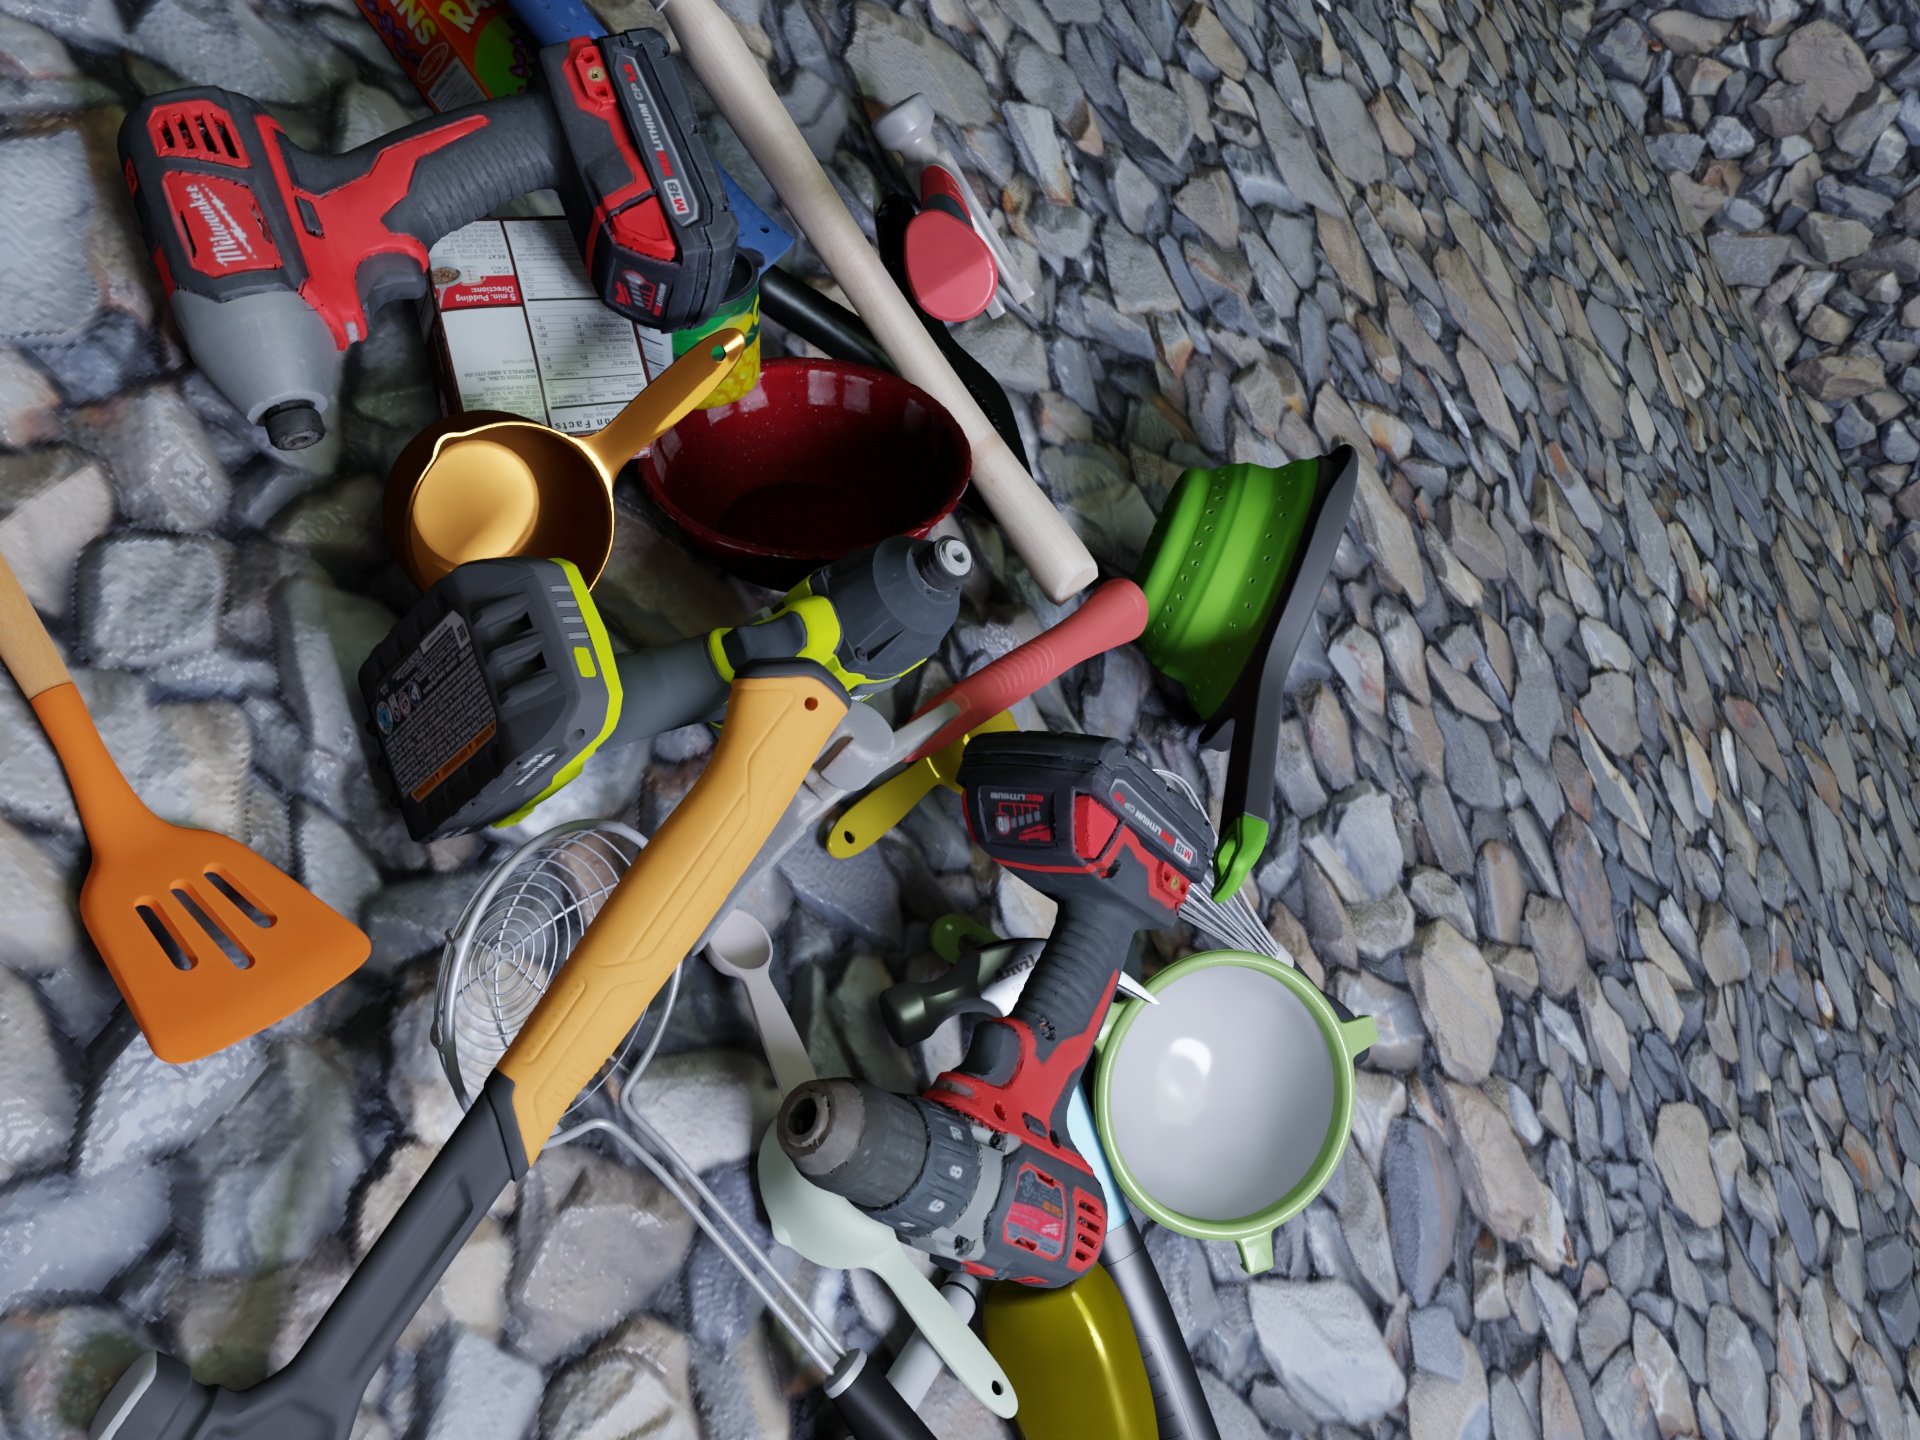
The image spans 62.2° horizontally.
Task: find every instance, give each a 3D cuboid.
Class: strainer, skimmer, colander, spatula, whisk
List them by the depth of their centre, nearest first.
[{"bbox_3d":[-0.319,-0.034,0.541,0.081,0.041,0.322,-33,95,-47],"label":"spatula"},{"bbox_3d":[-0.069,0.203,0.618,0.363,0.090,0.127,51,42,-2],"label":"skimmer"},{"bbox_3d":[-0.046,0.313,0.657,0.087,0.050,0.258,59,36,-10],"label":"strainer"},{"bbox_3d":[0.088,0.171,0.851,0.256,0.069,0.151,31,78,-11],"label":"strainer"},{"bbox_3d":[0.142,-0.045,0.921,0.094,0.204,0.397,22,37,0],"label":"colander"},{"bbox_3d":[0.171,0.126,0.959,0.284,0.070,0.070,45,45,-27],"label":"whisk"}]

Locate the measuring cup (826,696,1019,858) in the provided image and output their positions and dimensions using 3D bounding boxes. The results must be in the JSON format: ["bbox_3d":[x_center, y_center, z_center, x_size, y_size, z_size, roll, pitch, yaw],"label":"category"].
[{"bbox_3d":[-0.017,0.030,0.826,0.062,0.029,0.156,59,39,-6],"label":"measuring cup"}]

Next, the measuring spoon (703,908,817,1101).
[{"bbox_3d":[-0.084,0.138,0.694,0.034,0.018,0.124,3,52,-47],"label":"measuring spoon"}]

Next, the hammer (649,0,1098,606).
[{"bbox_3d":[-0.052,-0.230,0.835,0.038,0.146,0.410,-38,112,-6],"label":"hammer"}]

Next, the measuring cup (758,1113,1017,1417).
[{"bbox_3d":[-0.019,0.233,0.697,0.167,0.038,0.083,51,37,4],"label":"measuring cup"}]

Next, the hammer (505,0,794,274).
[{"bbox_3d":[-0.229,-0.366,0.734,0.405,0.035,0.144,48,44,-20],"label":"hammer"}]

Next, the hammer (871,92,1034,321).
[{"bbox_3d":[0.002,-0.246,0.832,0.143,0.038,0.387,56,12,-22],"label":"hammer"}]

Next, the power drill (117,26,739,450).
[{"bbox_3d":[-0.212,-0.198,0.654,0.219,0.078,0.143,-19,83,-20],"label":"power drill"}]

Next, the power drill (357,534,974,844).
[{"bbox_3d":[-0.111,-0.024,0.654,0.223,0.171,0.080,-13,78,-44],"label":"power drill"}]

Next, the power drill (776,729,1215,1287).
[{"bbox_3d":[0.018,0.117,0.682,0.187,0.080,0.227,38,63,-44],"label":"power drill"}]

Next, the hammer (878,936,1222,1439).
[{"bbox_3d":[0.075,0.263,0.786,0.128,0.033,0.331,-21,93,-17],"label":"hammer"}]

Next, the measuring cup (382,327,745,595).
[{"bbox_3d":[-0.165,-0.114,0.674,0.173,0.052,0.095,-44,128,-15],"label":"measuring cup"}]

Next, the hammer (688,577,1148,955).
[{"bbox_3d":[-0.001,-0.003,0.783,0.037,0.149,0.359,49,34,6],"label":"hammer"}]

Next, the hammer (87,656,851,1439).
[{"bbox_3d":[-0.135,0.123,0.550,0.127,0.034,0.337,39,74,-22],"label":"hammer"}]
